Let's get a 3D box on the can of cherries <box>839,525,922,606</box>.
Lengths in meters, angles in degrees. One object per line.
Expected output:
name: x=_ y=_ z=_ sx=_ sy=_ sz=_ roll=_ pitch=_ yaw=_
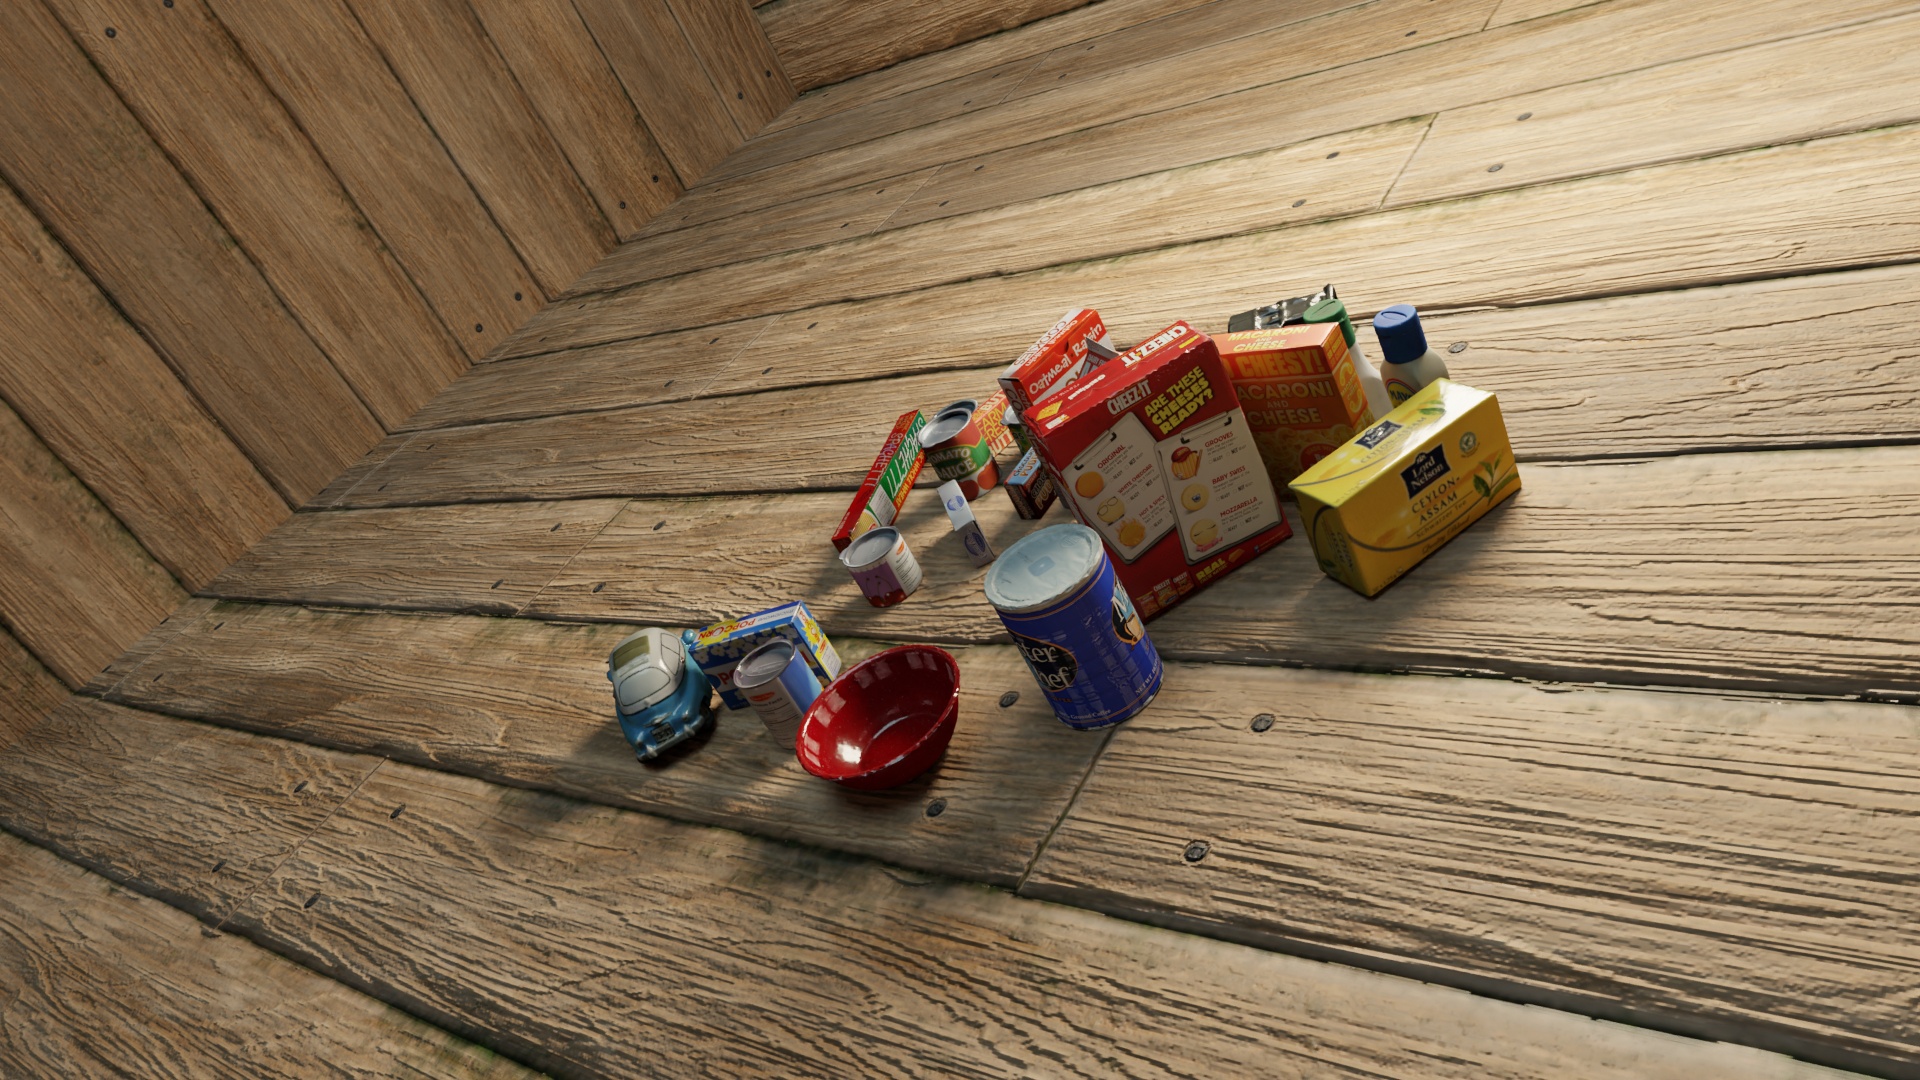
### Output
can of cherries: x=-0.083 y=0.028 z=1.451 sx=0.071 sy=0.058 sz=0.072 roll=-22 pitch=30 yaw=14

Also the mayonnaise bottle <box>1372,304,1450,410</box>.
mayonnaise bottle: x=0.391 y=-0.131 z=1.187 sx=0.041 sy=0.147 sz=0.065 roll=-37 pitch=30 yaw=-14

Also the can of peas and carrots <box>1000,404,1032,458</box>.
can of peas and carrots: x=0.087 y=-0.125 z=1.540 sx=0.071 sy=0.058 sz=0.071 roll=-22 pitch=30 yaw=14

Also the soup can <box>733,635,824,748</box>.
soup can: x=-0.164 y=0.144 z=1.315 sx=0.071 sy=0.083 sz=0.072 roll=-22 pitch=30 yaw=14

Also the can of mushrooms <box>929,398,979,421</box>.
can of mushrooms: x=-0.002 y=-0.137 z=1.662 sx=0.071 sy=0.033 sz=0.071 roll=-22 pitch=30 yaw=13

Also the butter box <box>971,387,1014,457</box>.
butter box: x=0.050 y=-0.143 z=1.606 sx=0.104 sy=0.053 sz=0.024 roll=-43 pitch=31 yaw=-22

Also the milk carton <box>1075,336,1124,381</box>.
milk carton: x=0.169 y=-0.105 z=1.300 sx=0.073 sy=0.190 sz=0.072 roll=-34 pitch=29 yaw=-8

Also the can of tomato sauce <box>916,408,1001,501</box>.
can of tomato sauce: x=-0.001 y=-0.093 z=1.543 sx=0.071 sy=0.082 sz=0.071 roll=-22 pitch=30 yaw=14

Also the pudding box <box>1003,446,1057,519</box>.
pudding box: x=0.084 y=-0.067 z=1.461 sx=0.030 sy=0.049 sz=0.084 roll=0 pitch=41 yaw=42

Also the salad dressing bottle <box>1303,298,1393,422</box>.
salad dressing bottle: x=0.349 y=-0.147 z=1.249 sx=0.064 sy=0.147 sz=0.044 roll=-34 pitch=29 yaw=-8

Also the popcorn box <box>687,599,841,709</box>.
popcorn box: x=-0.194 y=0.115 z=1.385 sx=0.126 sy=0.085 sz=0.038 roll=-16 pitch=32 yaw=23

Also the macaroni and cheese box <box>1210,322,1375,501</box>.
macaroni and cheese box: x=0.295 y=-0.109 z=1.220 sx=0.123 sy=0.166 sz=0.040 roll=1 pitch=41 yaw=42

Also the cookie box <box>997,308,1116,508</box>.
cookie box: x=0.122 y=-0.133 z=1.409 sx=0.123 sy=0.167 sz=0.040 roll=-45 pitch=32 yaw=-25

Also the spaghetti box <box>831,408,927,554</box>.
spaghetti box: x=-0.084 y=-0.062 z=1.601 sx=0.028 sy=0.050 sz=0.251 roll=-12 pitch=33 yaw=29

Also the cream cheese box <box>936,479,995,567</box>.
cream cheese box: x=0.005 y=-0.018 z=1.450 sx=0.024 sy=0.053 sz=0.104 roll=-29 pitch=29 yaw=2
